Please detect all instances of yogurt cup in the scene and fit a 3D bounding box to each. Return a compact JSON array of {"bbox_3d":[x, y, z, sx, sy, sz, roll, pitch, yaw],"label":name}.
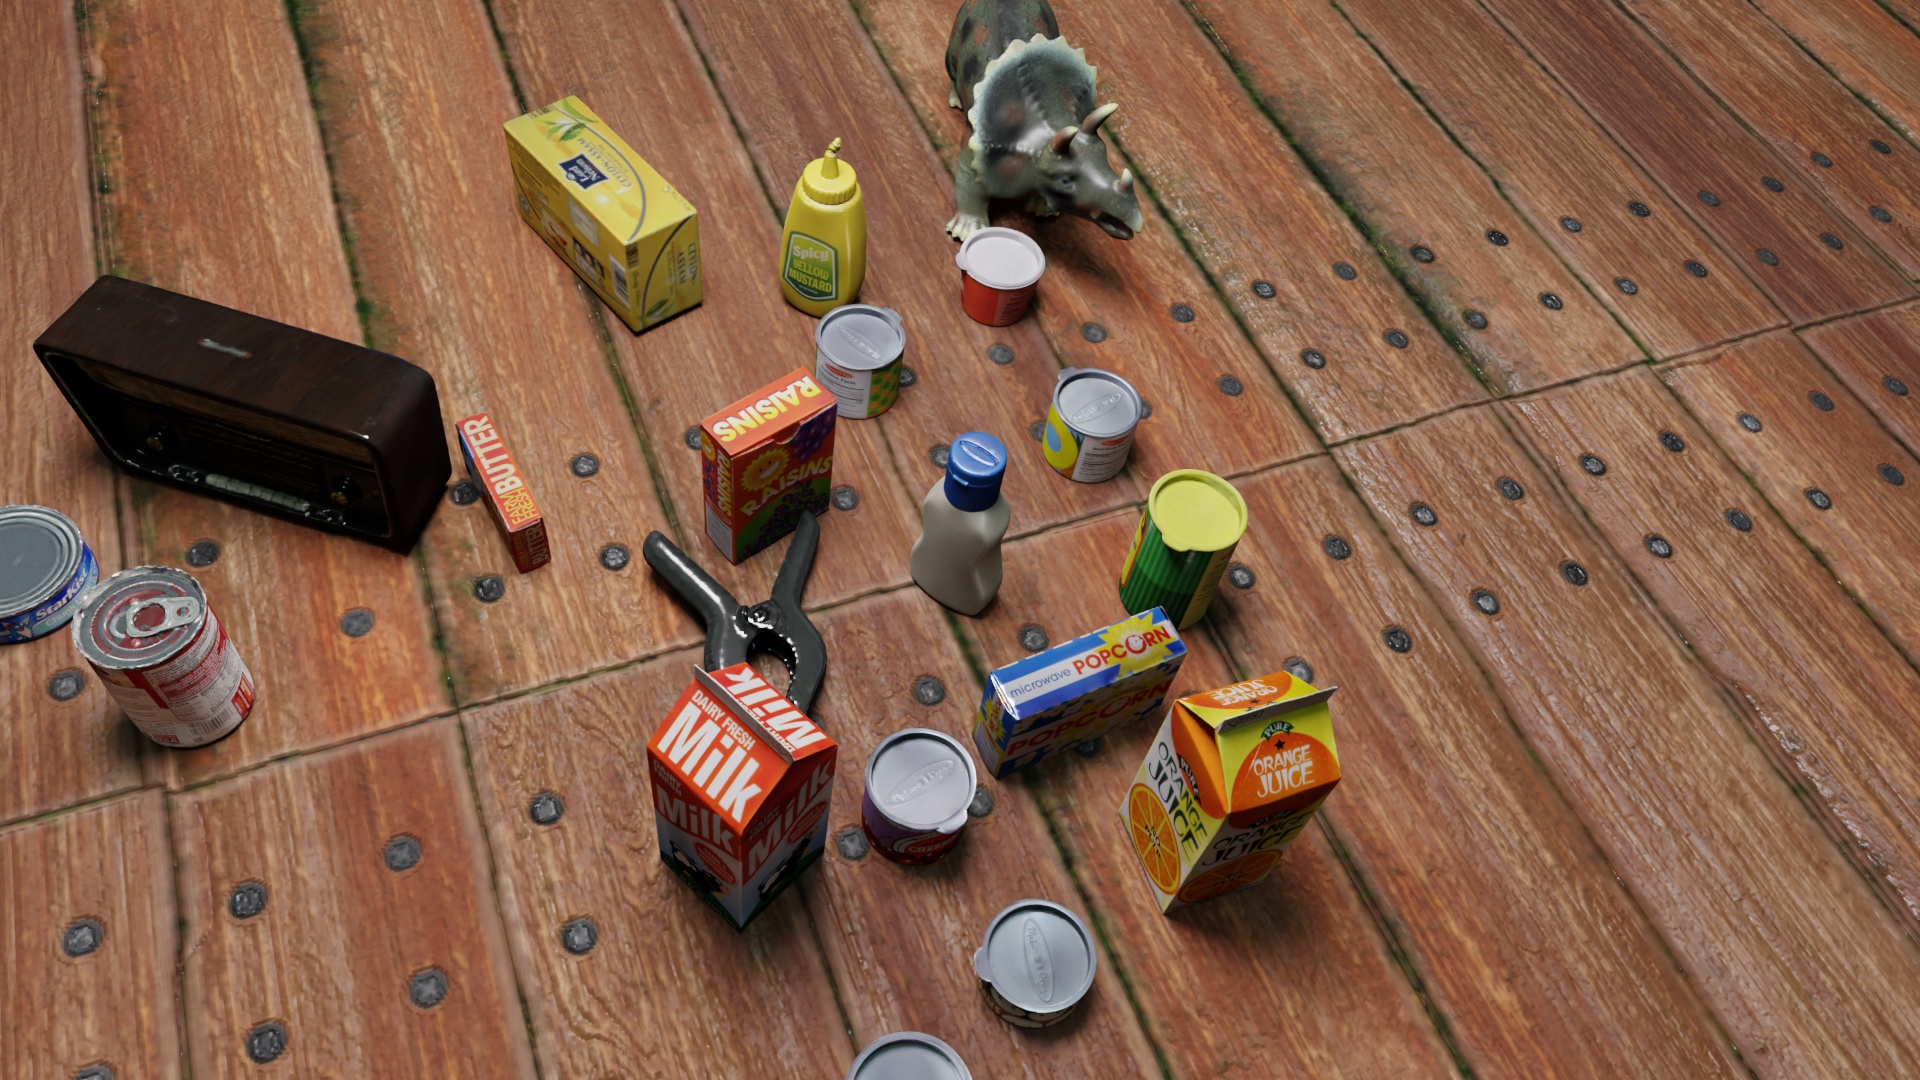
[{"bbox_3d":[0.030,-0.210,1.116,0.072,0.053,0.073,4,54,-6],"label":"yogurt cup"}]

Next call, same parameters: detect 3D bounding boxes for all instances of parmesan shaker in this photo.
[{"bbox_3d":[0.148,0.010,0.945,0.071,0.102,0.071,4,54,-6],"label":"parmesan shaker"}]

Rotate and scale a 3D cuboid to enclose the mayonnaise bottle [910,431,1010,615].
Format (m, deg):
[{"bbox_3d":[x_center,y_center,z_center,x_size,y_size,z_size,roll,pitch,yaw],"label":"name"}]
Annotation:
[{"bbox_3d":[0.003,-0.011,0.911,0.065,0.147,0.041,33,57,15],"label":"mayonnaise bottle"}]

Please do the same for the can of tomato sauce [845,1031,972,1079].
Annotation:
[{"bbox_3d":[-0.030,0.302,0.720,0.071,0.082,0.071,4,54,-6],"label":"can of tomato sauce"}]

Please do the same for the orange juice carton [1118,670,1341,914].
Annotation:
[{"bbox_3d":[0.156,0.139,0.798,0.072,0.191,0.073,-12,57,-17],"label":"orange juice carton"}]

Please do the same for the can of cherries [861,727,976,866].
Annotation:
[{"bbox_3d":[-0.025,0.158,0.840,0.071,0.058,0.072,4,54,-6],"label":"can of cherries"}]

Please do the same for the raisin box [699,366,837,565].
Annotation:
[{"bbox_3d":[-0.129,-0.048,0.933,0.086,0.122,0.040,-32,65,-27],"label":"raisin box"}]

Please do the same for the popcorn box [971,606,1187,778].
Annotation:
[{"bbox_3d":[0.074,0.097,0.883,0.127,0.084,0.038,-19,60,-21],"label":"popcorn box"}]

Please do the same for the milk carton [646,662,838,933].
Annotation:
[{"bbox_3d":[-0.119,0.136,0.760,0.072,0.189,0.074,38,58,18],"label":"milk carton"}]

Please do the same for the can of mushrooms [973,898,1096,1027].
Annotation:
[{"bbox_3d":[0.041,0.245,0.803,0.071,0.033,0.071,4,54,-6],"label":"can of mushrooms"}]

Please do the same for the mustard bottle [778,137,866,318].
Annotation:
[{"bbox_3d":[-0.103,-0.239,1.052,0.065,0.159,0.049,22,54,7],"label":"mustard bottle"}]

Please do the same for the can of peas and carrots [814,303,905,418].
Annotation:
[{"bbox_3d":[-0.075,-0.135,1.044,0.071,0.058,0.071,4,54,-6],"label":"can of peas and carrots"}]

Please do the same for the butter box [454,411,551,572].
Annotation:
[{"bbox_3d":[-0.309,-0.033,0.938,0.024,0.052,0.104,-23,61,-23],"label":"butter box"}]

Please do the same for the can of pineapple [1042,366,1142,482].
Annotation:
[{"bbox_3d":[0.097,-0.087,1.035,0.071,0.057,0.071,4,54,-6],"label":"can of pineapple"}]
